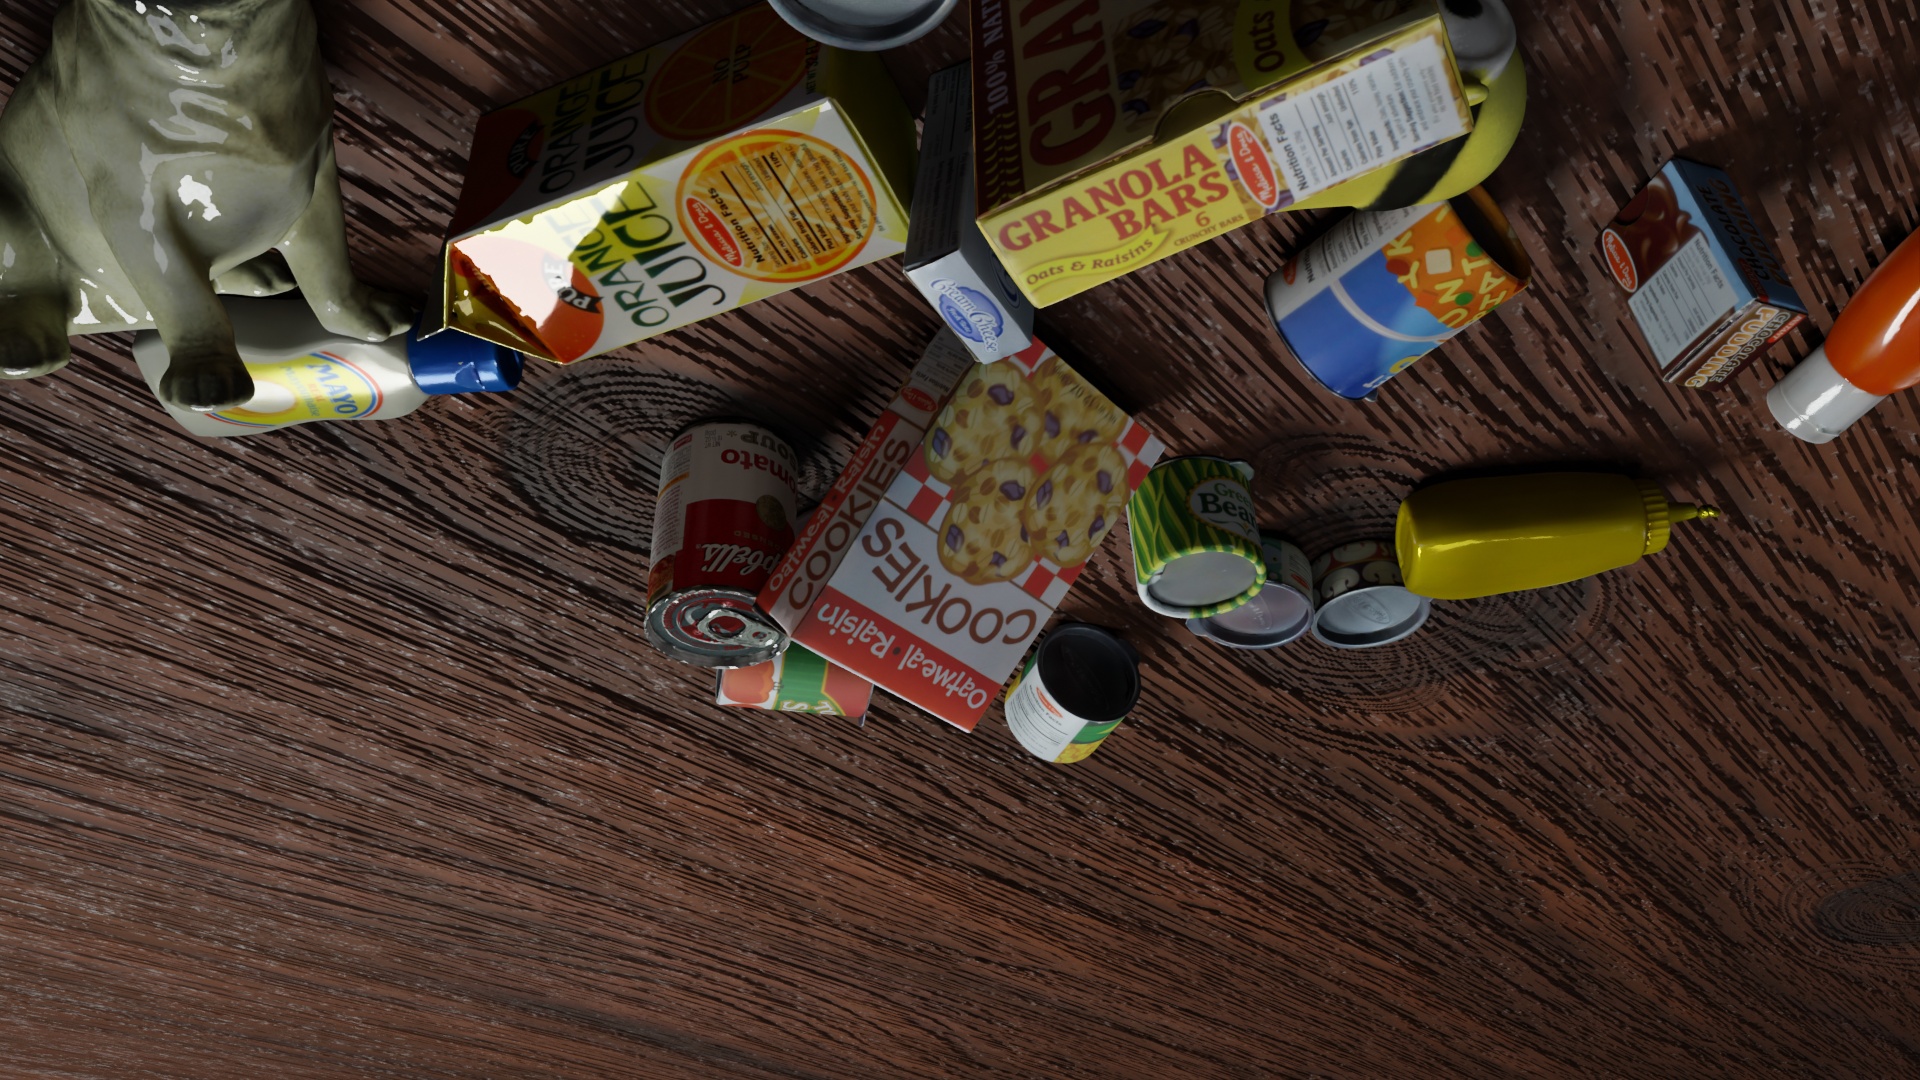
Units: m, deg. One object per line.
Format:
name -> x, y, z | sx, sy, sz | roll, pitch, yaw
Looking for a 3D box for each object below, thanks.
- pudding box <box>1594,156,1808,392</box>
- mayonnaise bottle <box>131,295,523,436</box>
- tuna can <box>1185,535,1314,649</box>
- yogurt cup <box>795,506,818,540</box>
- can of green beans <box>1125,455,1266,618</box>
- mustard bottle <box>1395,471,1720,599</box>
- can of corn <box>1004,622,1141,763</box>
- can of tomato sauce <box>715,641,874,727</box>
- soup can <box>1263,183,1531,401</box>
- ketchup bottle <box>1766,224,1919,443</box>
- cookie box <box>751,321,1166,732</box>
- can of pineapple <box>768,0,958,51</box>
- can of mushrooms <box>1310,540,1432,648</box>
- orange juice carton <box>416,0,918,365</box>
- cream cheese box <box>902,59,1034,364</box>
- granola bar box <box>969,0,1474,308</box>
pudding box -> 0.296, -0.108, 0.559 | 0.030, 0.084, 0.049 | 8, 142, -19
mayonnaise bottle -> -0.266, -0.078, 0.596 | 0.148, 0.041, 0.064 | -4, 142, 2
tuna can -> 0.161, 0.030, 0.775 | 0.071, 0.033, 0.070 | 5, 142, 4
yogurt cup -> -0.065, 0.018, 0.726 | 0.072, 0.073, 0.053 | -22, 132, 25
can of green beans -> 0.121, -0.001, 0.716 | 0.071, 0.058, 0.071 | -2, 144, -1
mustard bottle -> 0.314, -0.007, 0.730 | 0.160, 0.049, 0.065 | -7, 144, 4
can of corn -> 0.068, 0.092, 0.835 | 0.071, 0.071, 0.058 | 10, 143, -17
can of tomato sauce -> -0.093, 0.065, 0.782 | 0.083, 0.071, 0.070 | 7, 143, -12
soup can -> 0.179, -0.105, 0.567 | 0.071, 0.072, 0.083 | 24, 136, -32
ketchup bottle -> 0.425, -0.101, 0.611 | 0.065, 0.044, 0.148 | 9, 143, -15
cookie box -> 0.002, -0.008, 0.633 | 0.123, 0.040, 0.167 | 34, 90, -40
can of pineapple -> -0.029, -0.198, 0.431 | 0.071, 0.058, 0.070 | -2, 144, -2
can of mushrooms -> 0.232, 0.030, 0.788 | 0.071, 0.033, 0.070 | -1, 144, -1
orange juice carton -> -0.117, -0.126, 0.513 | 0.192, 0.072, 0.072 | -15, 142, 16
cream cheese box -> 0.006, -0.120, 0.503 | 0.024, 0.104, 0.053 | -15, 141, 28
granola bar box -> 0.064, -0.158, 0.403 | 0.124, 0.166, 0.039 | -19, 138, 21
